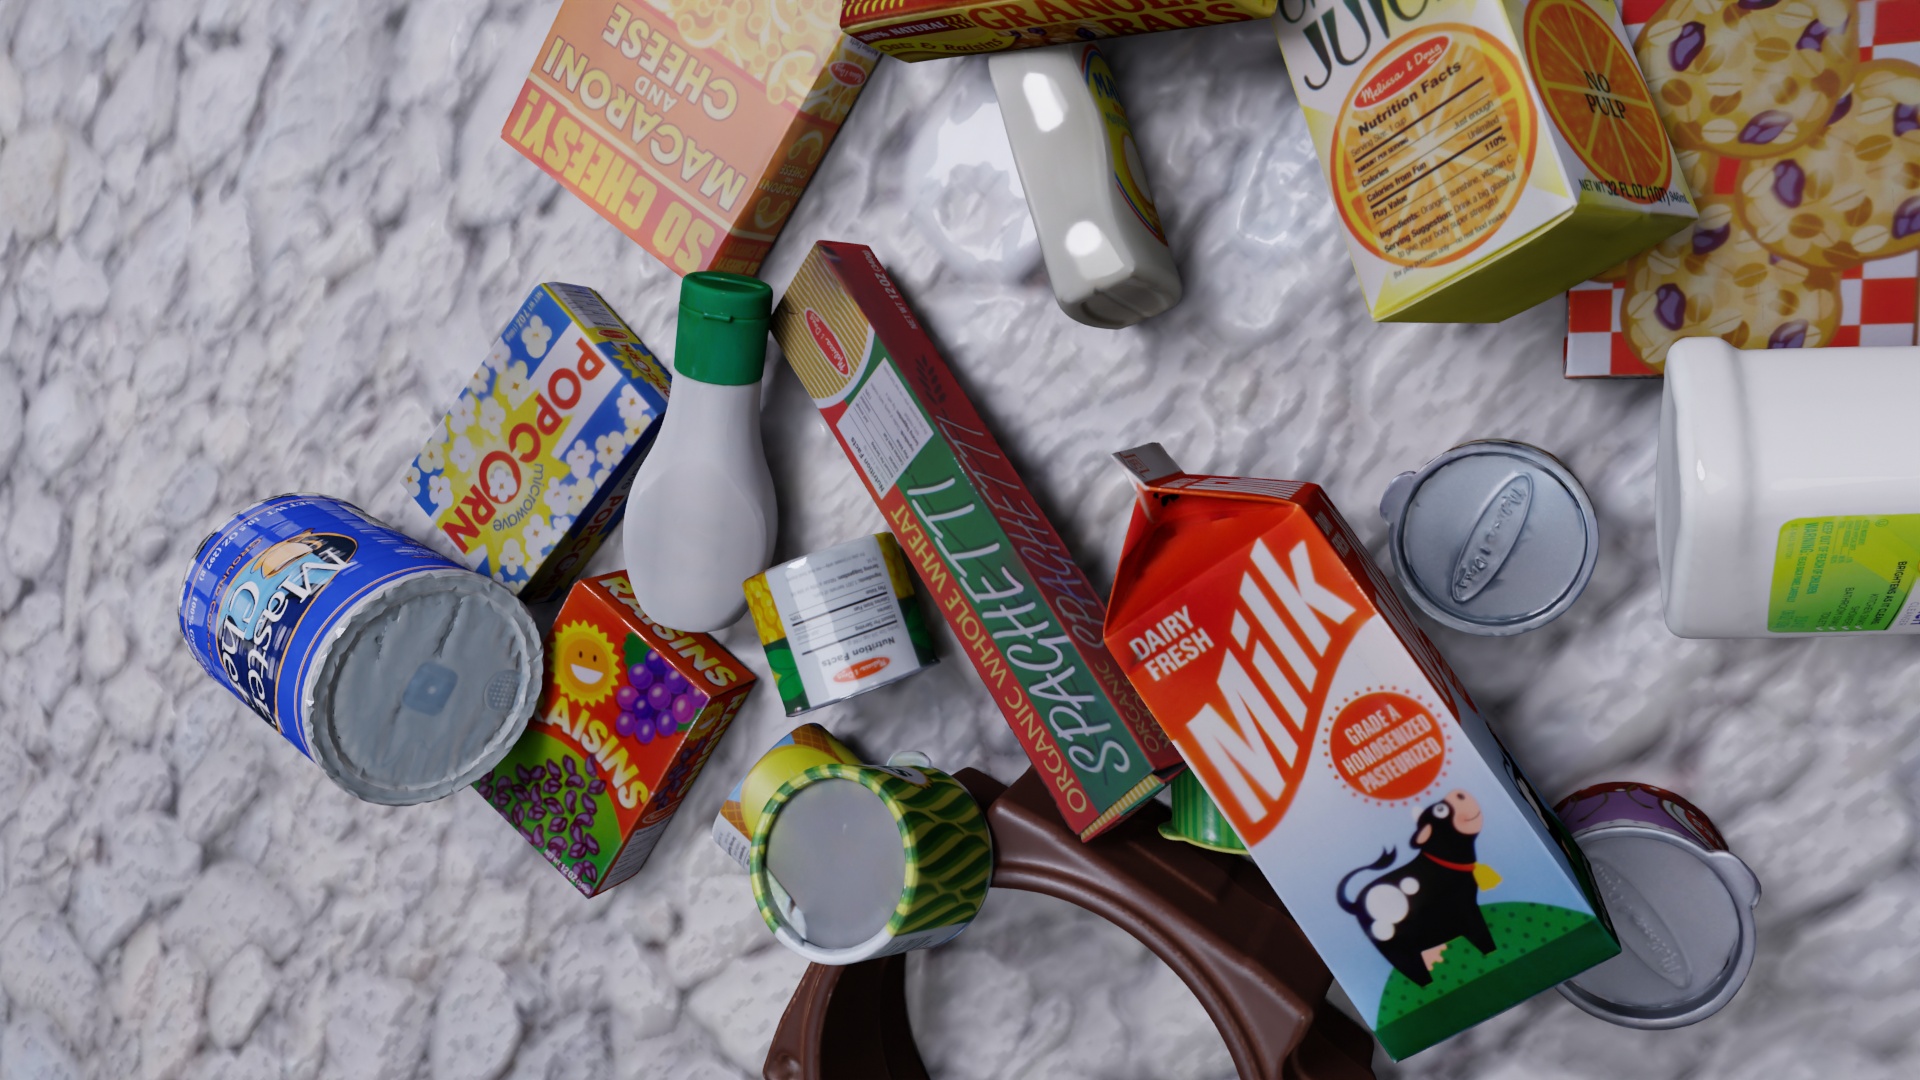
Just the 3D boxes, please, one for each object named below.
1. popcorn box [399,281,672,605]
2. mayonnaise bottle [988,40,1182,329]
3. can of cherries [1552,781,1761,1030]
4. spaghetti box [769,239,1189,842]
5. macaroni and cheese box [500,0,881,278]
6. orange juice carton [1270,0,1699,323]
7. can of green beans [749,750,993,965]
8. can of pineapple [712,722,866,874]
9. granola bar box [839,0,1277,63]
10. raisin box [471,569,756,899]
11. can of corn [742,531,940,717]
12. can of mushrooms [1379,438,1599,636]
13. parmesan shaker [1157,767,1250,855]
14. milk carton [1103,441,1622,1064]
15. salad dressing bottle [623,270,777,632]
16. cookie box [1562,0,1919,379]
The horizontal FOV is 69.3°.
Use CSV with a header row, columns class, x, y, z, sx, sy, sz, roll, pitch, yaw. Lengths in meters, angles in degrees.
class,x,y,z,sx,sy,sz,roll,pitch,yaw
popcorn box,-0.186,-0.042,0.629,0.085,0.038,0.126,47,111,11
mayonnaise bottle,0.039,-0.153,0.509,0.041,0.065,0.148,-20,79,25
can of cherries,0.226,0.118,0.462,0.071,0.058,0.071,3,96,23
spaghetti box,0.002,-0.007,0.525,0.050,0.029,0.250,-50,63,39
macaroni and cheese box,-0.102,-0.205,0.574,0.124,0.040,0.166,38,108,14
orange juice carton,0.147,-0.170,0.433,0.072,0.072,0.193,-29,72,50
can of green beans,-0.031,0.111,0.482,0.071,0.058,0.071,-5,78,26
can of pineapple,-0.059,0.117,0.580,0.058,0.071,0.070,39,109,15
granola bar box,0.036,-0.229,0.455,0.165,0.039,0.124,13,91,45
raisin box,-0.160,0.087,0.633,0.086,0.040,0.123,38,110,16
can of corn,-0.049,0.034,0.567,0.071,0.071,0.058,-20,87,24
can of mushrooms,0.182,-0.003,0.480,0.071,0.033,0.071,3,98,23
parmesan shaker,0.104,0.053,0.499,0.071,0.071,0.103,-1,96,23
milk carton,0.109,0.049,0.425,0.073,0.072,0.190,-36,84,19
salad dressing bottle,-0.104,-0.036,0.577,0.064,0.044,0.147,10,112,-2
cookie box,0.277,-0.112,0.424,0.167,0.040,0.122,2,96,23
